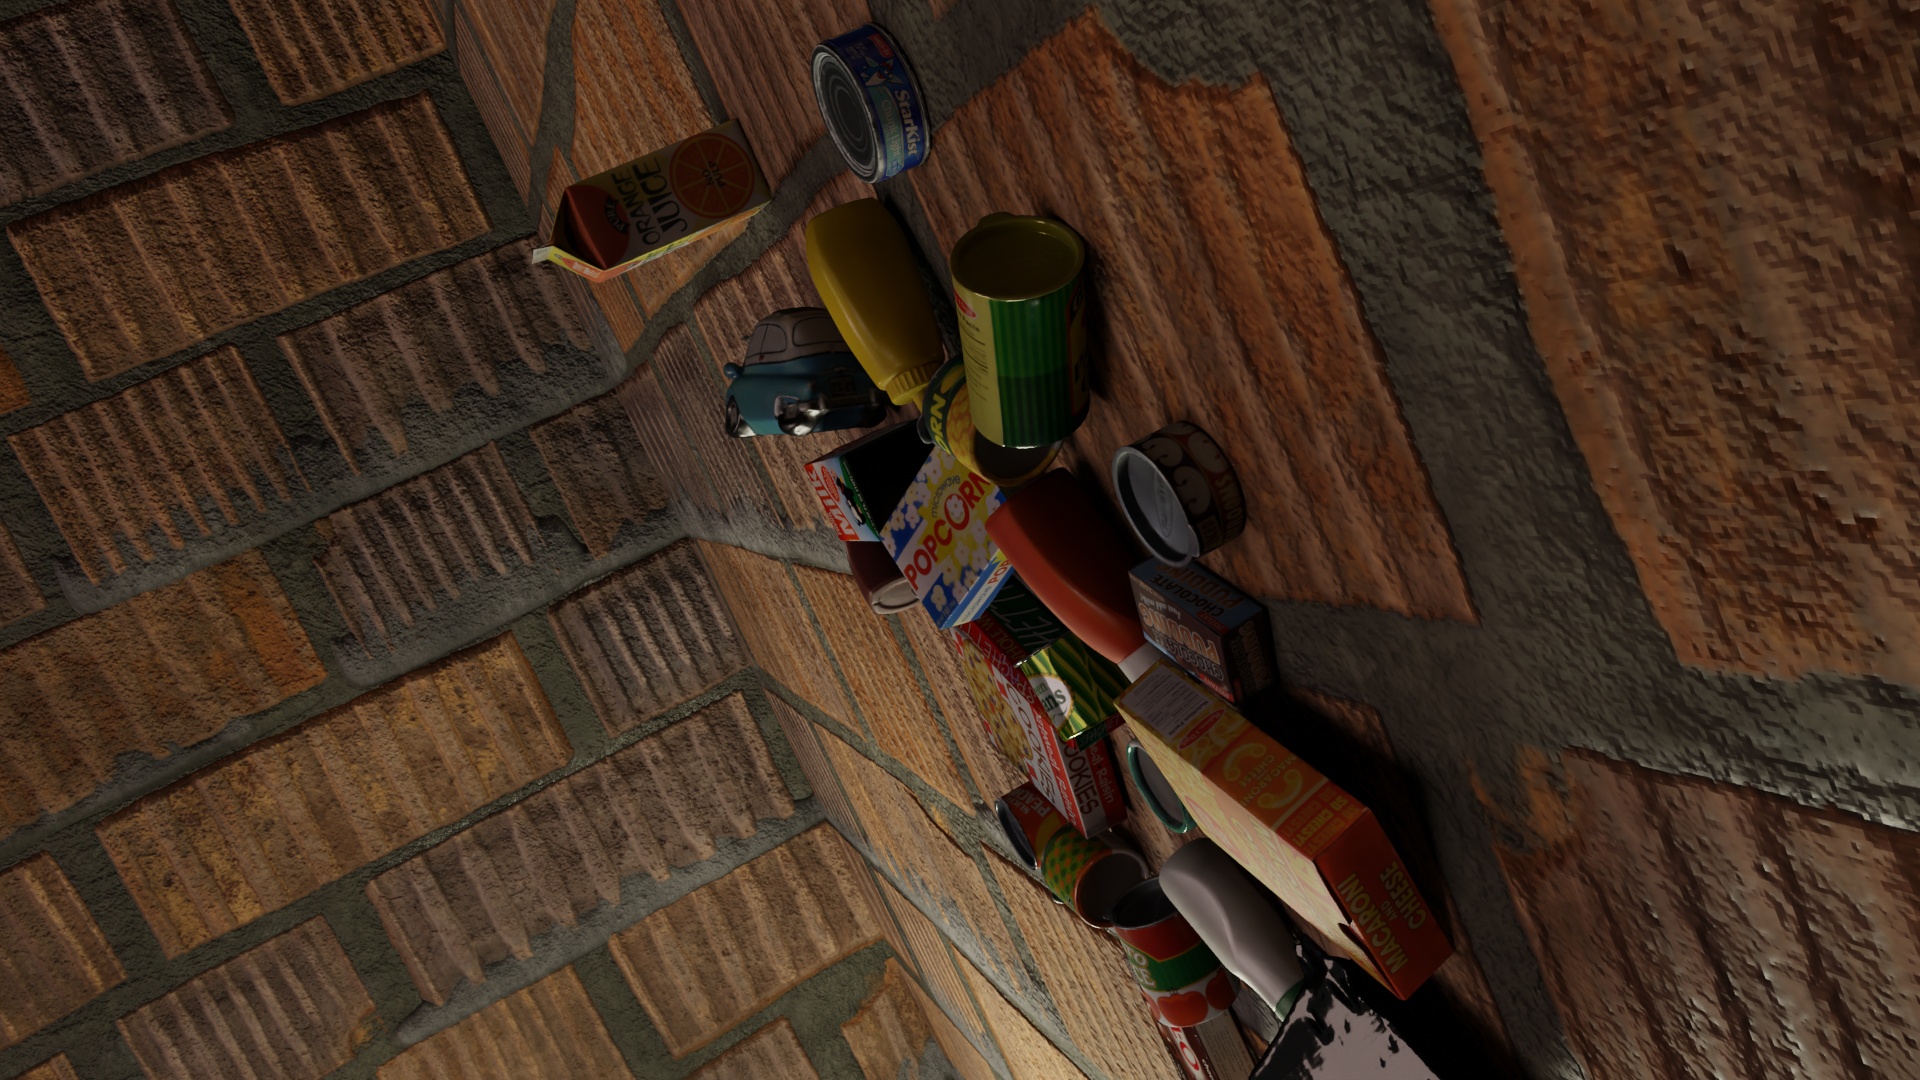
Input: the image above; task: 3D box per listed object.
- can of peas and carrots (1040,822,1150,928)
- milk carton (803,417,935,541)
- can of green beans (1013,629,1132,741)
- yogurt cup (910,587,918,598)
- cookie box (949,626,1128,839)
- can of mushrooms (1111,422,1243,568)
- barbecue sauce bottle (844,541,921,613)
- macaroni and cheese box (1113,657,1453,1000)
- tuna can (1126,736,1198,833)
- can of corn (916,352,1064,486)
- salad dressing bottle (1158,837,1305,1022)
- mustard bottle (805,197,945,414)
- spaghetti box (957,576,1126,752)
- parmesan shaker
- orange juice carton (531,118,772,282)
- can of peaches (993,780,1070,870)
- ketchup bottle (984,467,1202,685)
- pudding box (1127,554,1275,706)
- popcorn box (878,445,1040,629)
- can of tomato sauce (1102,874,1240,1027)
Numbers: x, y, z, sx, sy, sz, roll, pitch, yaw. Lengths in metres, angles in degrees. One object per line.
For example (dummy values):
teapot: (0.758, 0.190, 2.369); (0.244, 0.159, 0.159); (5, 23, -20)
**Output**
can of peas and carrots: (0.103, 0.259, 1.070); (0.059, 0.071, 0.070); (25, 139, 64)
milk carton: (-0.069, -0.046, 1.112); (0.072, 0.073, 0.190); (65, 164, -9)
can of green beans: (0.079, 0.086, 0.875); (0.058, 0.071, 0.071); (60, 164, 9)
yogurt cup: (-0.004, 0.005, 1.011); (0.072, 0.072, 0.053); (41, 146, 51)
cookie box: (0.059, 0.135, 1.067); (0.168, 0.040, 0.122); (37, 150, 59)
can of mushrooms: (0.107, -0.021, 0.677); (0.071, 0.033, 0.070); (54, 161, 28)
barbecue sauce bottle: (-0.074, 0.000, 1.230); (0.149, 0.065, 0.043); (-121, 17, -45)
macaroni and cheese box: (0.161, 0.144, 0.710); (0.123, 0.040, 0.167); (54, 171, -32)
tuna can: (0.134, 0.148, 0.862); (0.071, 0.033, 0.070); (54, 162, 28)
can of corn: (0.018, -0.070, 0.808); (0.058, 0.071, 0.071); (39, 152, 52)
salad dressing bottle: (0.184, 0.251, 0.857); (0.148, 0.044, 0.064); (48, 157, 38)
mustard bottle: (-0.046, -0.138, 0.891); (0.048, 0.065, 0.160); (126, 121, -75)
spaghetti box: (0.035, 0.062, 1.005); (0.251, 0.050, 0.028); (44, 156, 48)
parmesan shaker: (0.032, -0.108, 0.716); (0.071, 0.071, 0.102); (50, 160, 37)
orange juice carton: (-0.259, -0.268, 1.130); (0.073, 0.193, 0.072); (65, 163, -11)
can of peaches: (0.069, 0.228, 1.150); (0.071, 0.058, 0.071); (55, 162, 28)
ketchup bottle: (0.081, 0.030, 0.796); (0.149, 0.065, 0.043); (52, 140, 7)
pudding box: (0.126, 0.044, 0.727); (0.084, 0.030, 0.049); (40, 154, 53)
popcorn box: (0.003, -0.011, 0.917); (0.085, 0.038, 0.126); (57, 136, 22)
can of tomato sauce: (0.149, 0.287, 0.973); (0.083, 0.071, 0.071); (65, 164, -10)
